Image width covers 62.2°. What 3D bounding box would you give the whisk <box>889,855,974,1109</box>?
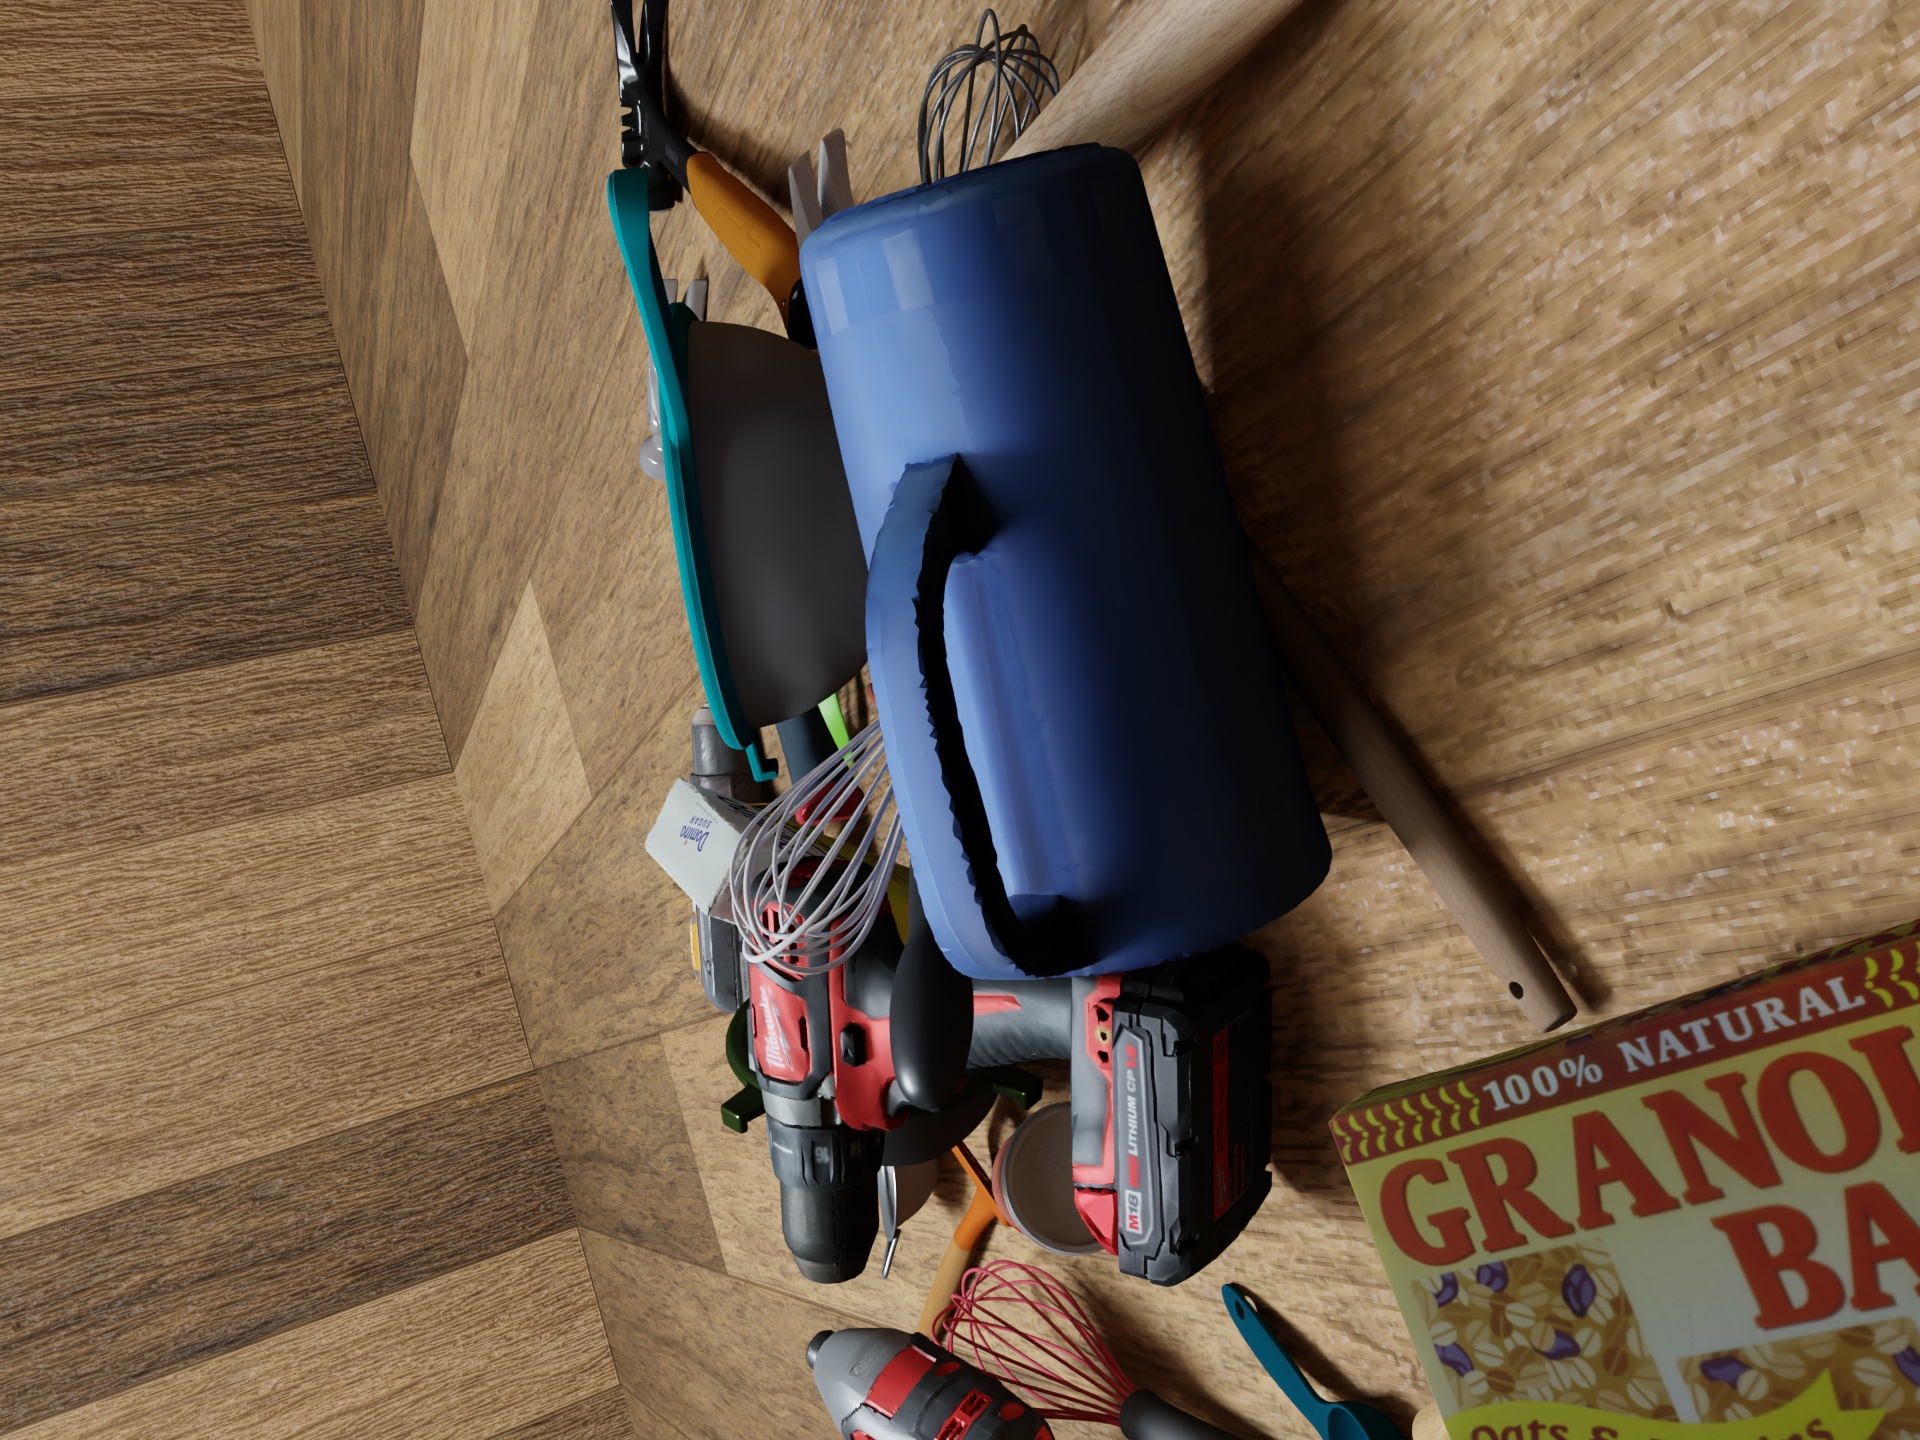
[{"bbox_3d":[-0.006,0.022,0.630,0.070,0.070,0.285,108,167,-49],"label":"whisk"}]

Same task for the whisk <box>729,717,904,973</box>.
[{"bbox_3d":[-0.013,-0.008,0.594,0.057,0.246,0.059,43,145,-17],"label":"whisk"}]

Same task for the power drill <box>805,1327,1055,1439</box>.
[{"bbox_3d":[0.004,0.394,0.804,0.143,0.078,0.219,11,135,43],"label":"power drill"}]

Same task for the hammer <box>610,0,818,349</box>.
[{"bbox_3d":[-0.130,-0.291,0.860,0.337,0.034,0.127,-126,31,-46],"label":"hammer"}]

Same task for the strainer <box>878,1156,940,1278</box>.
[{"bbox_3d":[-0.052,0.206,0.980,0.087,0.050,0.258,125,133,-73],"label":"strainer"}]

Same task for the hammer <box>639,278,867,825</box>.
[{"bbox_3d":[-0.125,-0.099,0.920,0.143,0.038,0.387,106,149,-43],"label":"hammer"}]

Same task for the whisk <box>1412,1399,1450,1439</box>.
[{"bbox_3d":[0.187,0.185,0.464,0.047,0.051,0.244,55,152,26],"label":"whisk"}]

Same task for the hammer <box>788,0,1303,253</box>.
[{"bbox_3d":[0.041,-0.196,0.521,0.130,0.031,0.331,46,148,-11],"label":"hammer"}]

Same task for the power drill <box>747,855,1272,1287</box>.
[{"bbox_3d":[0.007,0.159,0.649,0.227,0.080,0.188,5,101,33],"label":"power drill"}]

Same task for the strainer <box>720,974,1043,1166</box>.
[{"bbox_3d":[-0.047,0.165,0.855,0.256,0.151,0.069,-109,16,-71],"label":"strainer"}]

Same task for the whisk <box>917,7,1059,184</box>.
[{"bbox_3d":[-0.005,-0.189,0.665,0.055,0.055,0.238,65,158,23],"label":"whisk"}]

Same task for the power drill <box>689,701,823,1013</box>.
[{"bbox_3d":[-0.142,0.084,1.038,0.226,0.084,0.185,-165,71,-75],"label":"power drill"}]

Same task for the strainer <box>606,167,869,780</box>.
[{"bbox_3d":[-0.078,-0.121,0.698,0.340,0.095,0.211,90,172,-67],"label":"strainer"}]

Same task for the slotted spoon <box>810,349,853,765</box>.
[{"bbox_3d":[-0.080,-0.113,0.887,0.070,0.031,0.313,-133,39,-54],"label":"slotted spoon"}]

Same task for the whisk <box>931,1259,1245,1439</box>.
[{"bbox_3d":[0.074,0.322,0.757,0.296,0.073,0.073,0,103,59],"label":"whisk"}]

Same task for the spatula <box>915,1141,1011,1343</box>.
[{"bbox_3d":[-0.009,0.323,0.948,0.081,0.041,0.322,51,148,29],"label":"spatula"}]

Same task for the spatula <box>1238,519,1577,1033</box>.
[{"bbox_3d":[0.108,-0.032,0.540,0.316,0.018,0.059,61,154,31],"label":"spatula"}]

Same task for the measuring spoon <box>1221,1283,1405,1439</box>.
[{"bbox_3d":[0.142,0.263,0.636,0.129,0.021,0.042,-140,41,-65],"label":"measuring spoon"}]
